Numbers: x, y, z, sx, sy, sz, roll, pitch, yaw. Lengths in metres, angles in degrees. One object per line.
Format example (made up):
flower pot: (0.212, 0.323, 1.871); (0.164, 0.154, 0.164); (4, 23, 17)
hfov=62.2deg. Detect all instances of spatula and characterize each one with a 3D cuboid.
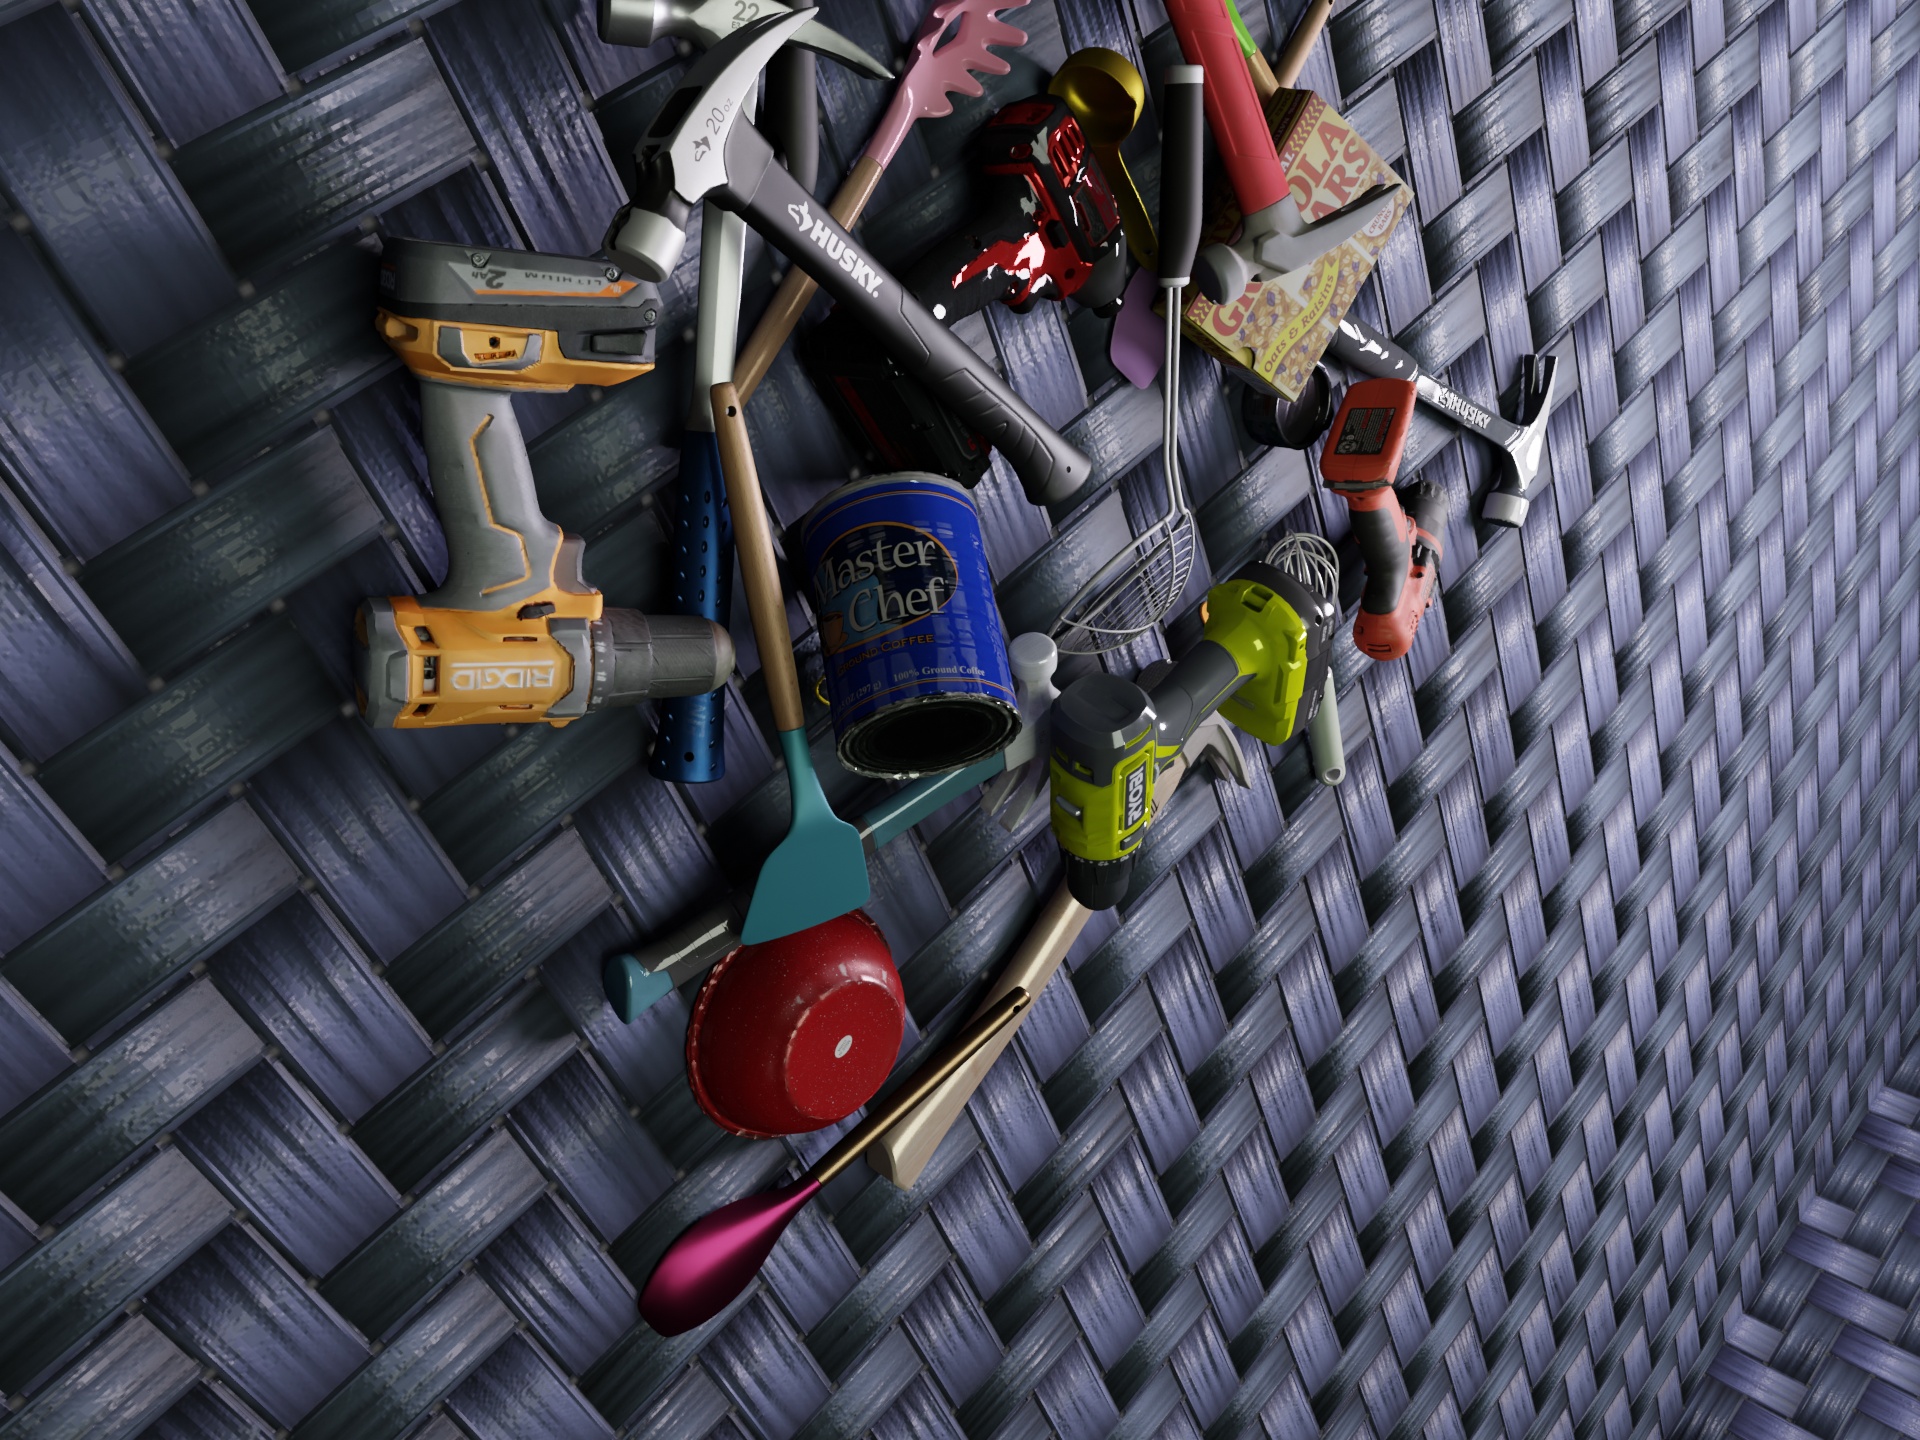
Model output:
spatula: (-0.102, -0.023, 0.856); (0.082, 0.044, 0.317); (-17, 110, -24)
spatula: (0.182, -0.370, 1.078); (0.059, 0.018, 0.316); (35, 81, -40)

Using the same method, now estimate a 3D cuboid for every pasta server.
pasta server: (-0.057, -0.282, 0.875); (0.316, 0.040, 0.060); (-61, 150, -8)

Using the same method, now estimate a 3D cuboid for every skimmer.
skimmer: (0.103, -0.214, 0.996); (0.127, 0.090, 0.363); (-32, 127, -55)

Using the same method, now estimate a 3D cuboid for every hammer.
hammer: (-0.028, -0.208, 0.811); (0.334, 0.035, 0.146); (33, 77, -47)
hammer: (0.143, -0.455, 0.944); (0.143, 0.038, 0.386); (-31, 113, -9)
hammer: (0.072, 0.156, 1.139); (0.411, 0.038, 0.146); (-54, 133, -14)
hammer: (-0.068, 0.074, 0.956); (0.331, 0.033, 0.128); (-32, 140, -22)
hammer: (-0.124, -0.162, 0.831); (0.144, 0.035, 0.405); (1, 108, -19)
hammer: (0.364, -0.275, 1.265); (0.408, 0.036, 0.149); (14, 93, -44)

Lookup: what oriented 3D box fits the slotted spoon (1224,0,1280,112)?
slotted spoon: (0.198, -0.417, 1.050); (0.070, 0.031, 0.313); (-52, 128, -13)

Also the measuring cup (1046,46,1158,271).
measuring cup: (0.102, -0.349, 0.994); (0.029, 0.062, 0.156); (-64, 144, -26)

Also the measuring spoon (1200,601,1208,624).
measuring spoon: (0.211, -0.055, 1.216); (0.116, 0.011, 0.021); (42, 74, -38)

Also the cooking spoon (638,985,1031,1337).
cooking spoon: (-0.074, 0.280, 1.033); (0.319, 0.017, 0.068); (-39, 122, -17)

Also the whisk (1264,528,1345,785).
whisk: (0.280, -0.045, 1.261); (0.058, 0.059, 0.246); (-16, 125, 2)

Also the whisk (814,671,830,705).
whisk: (-0.003, -0.003, 1.020); (0.244, 0.051, 0.047); (19, 112, -48)

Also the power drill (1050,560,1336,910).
power drill: (0.147, 0.013, 1.065); (0.228, 0.080, 0.190); (-37, 144, -28)

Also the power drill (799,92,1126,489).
power drill: (0.019, -0.244, 0.933); (0.220, 0.079, 0.143); (-53, 133, -20)

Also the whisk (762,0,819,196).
whisk: (-0.084, -0.407, 0.796); (0.073, 0.073, 0.295); (-16, 119, -38)

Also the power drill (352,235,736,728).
power drill: (-0.192, -0.106, 0.764); (0.185, 0.084, 0.226); (-2, 108, -29)
